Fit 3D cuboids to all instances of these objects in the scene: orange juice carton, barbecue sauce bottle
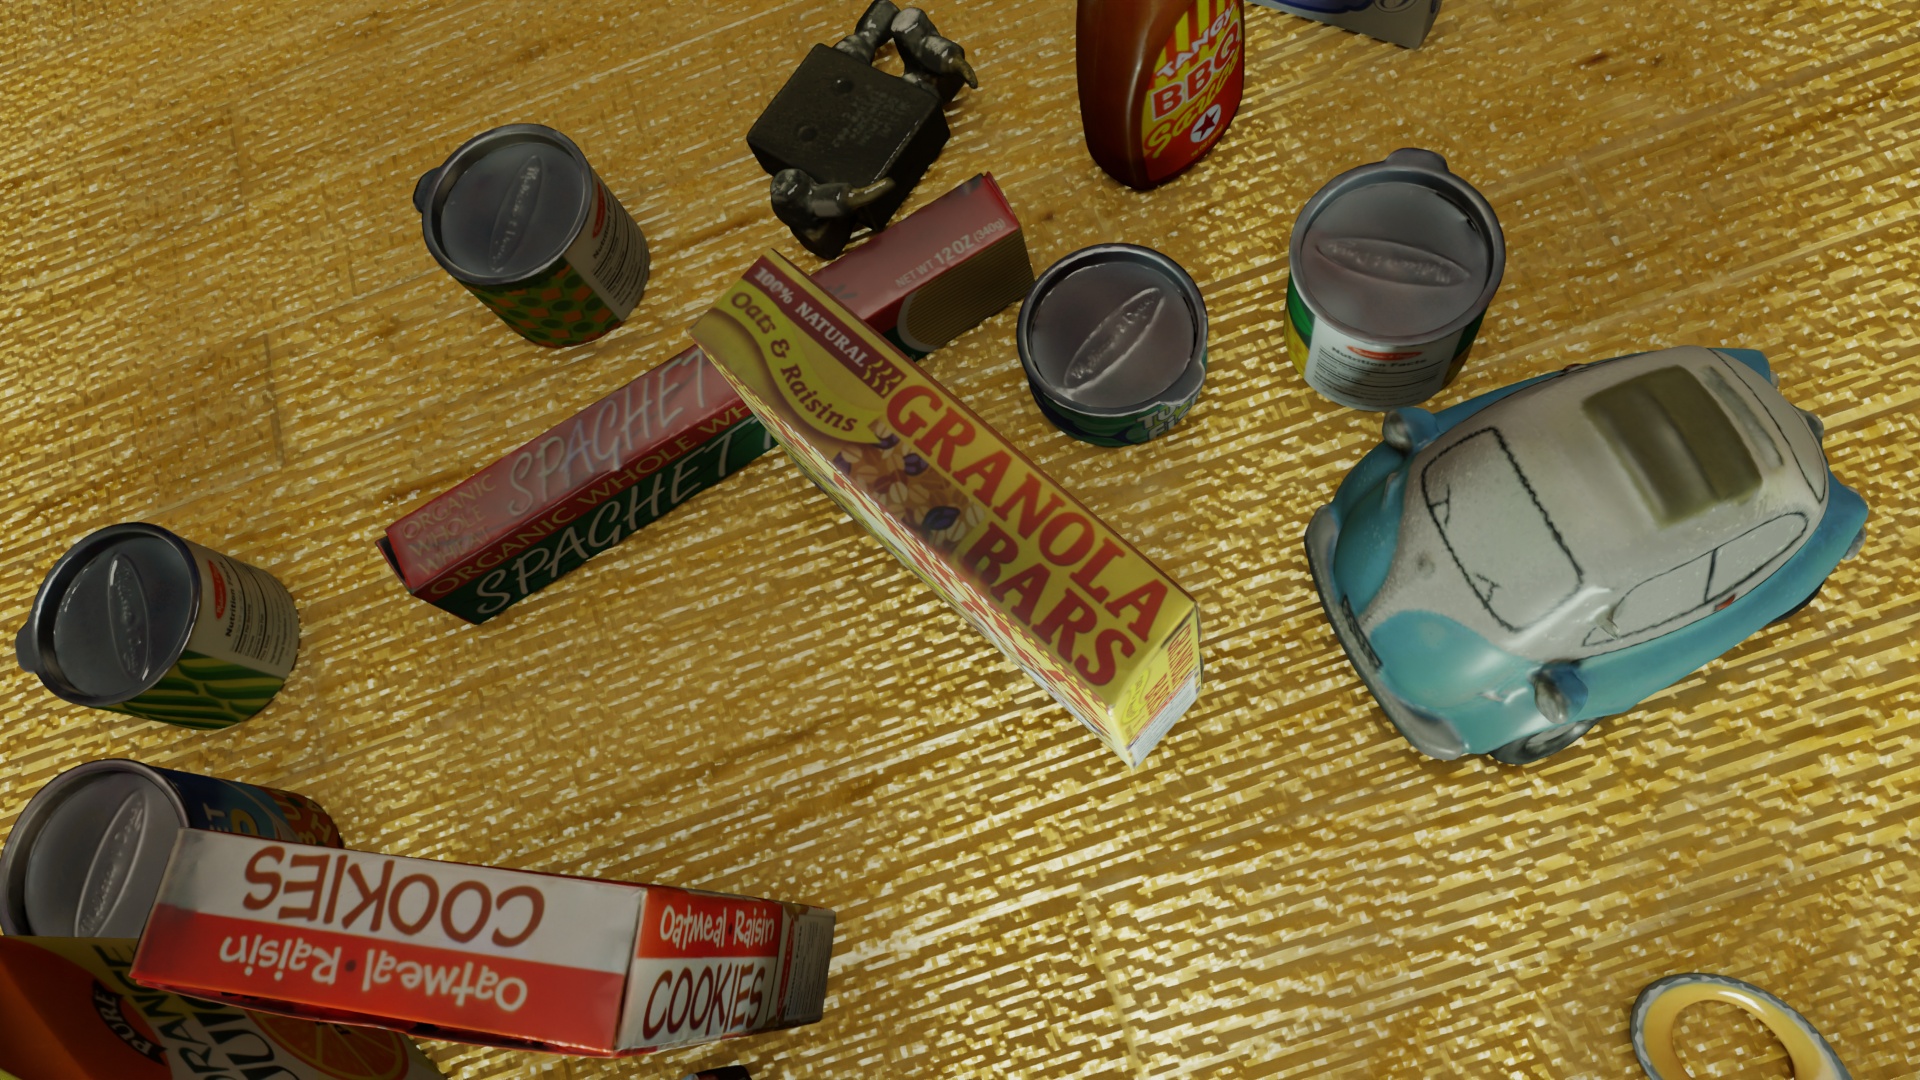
[{"bbox_3d":[-0.236,0.161,0.385,0.073,0.192,0.072,37,83,18],"label":"orange juice carton"},{"bbox_3d":[0.066,-0.180,0.463,0.065,0.148,0.044,-44,71,-5],"label":"barbecue sauce bottle"}]

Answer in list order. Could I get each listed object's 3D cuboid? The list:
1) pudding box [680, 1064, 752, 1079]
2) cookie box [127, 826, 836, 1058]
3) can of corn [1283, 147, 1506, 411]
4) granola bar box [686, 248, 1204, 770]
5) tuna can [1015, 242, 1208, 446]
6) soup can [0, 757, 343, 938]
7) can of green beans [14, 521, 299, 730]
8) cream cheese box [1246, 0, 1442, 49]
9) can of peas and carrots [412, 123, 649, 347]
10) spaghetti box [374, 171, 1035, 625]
[{"bbox_3d":[-0.101,0.198,0.425,0.084,0.049,0.030,-35,70,-2],"label":"pudding box"},{"bbox_3d":[-0.117,0.114,0.392,0.123,0.167,0.040,4,74,11],"label":"cookie box"},{"bbox_3d":[0.144,-0.086,0.467,0.071,0.058,0.071,-3,73,9],"label":"can of corn"},{"bbox_3d":[0.002,-0.005,0.432,0.166,0.124,0.039,41,84,19],"label":"granola bar box"},{"bbox_3d":[0.056,-0.067,0.490,0.071,0.032,0.071,-3,72,9],"label":"tuna can"},{"bbox_3d":[-0.256,0.112,0.462,0.071,0.083,0.071,-3,73,9],"label":"soup can"},{"bbox_3d":[-0.288,0.033,0.506,0.071,0.057,0.071,-3,73,9],"label":"can of green beans"},{"bbox_3d":[0.129,-0.220,0.515,0.104,0.053,0.024,23,79,16],"label":"cream cheese box"},{"bbox_3d":[-0.162,-0.115,0.530,0.071,0.058,0.071,-3,73,9],"label":"can of peas and carrots"},{"bbox_3d":[-0.087,-0.048,0.500,0.250,0.050,0.029,-31,70,-1],"label":"spaghetti box"}]
